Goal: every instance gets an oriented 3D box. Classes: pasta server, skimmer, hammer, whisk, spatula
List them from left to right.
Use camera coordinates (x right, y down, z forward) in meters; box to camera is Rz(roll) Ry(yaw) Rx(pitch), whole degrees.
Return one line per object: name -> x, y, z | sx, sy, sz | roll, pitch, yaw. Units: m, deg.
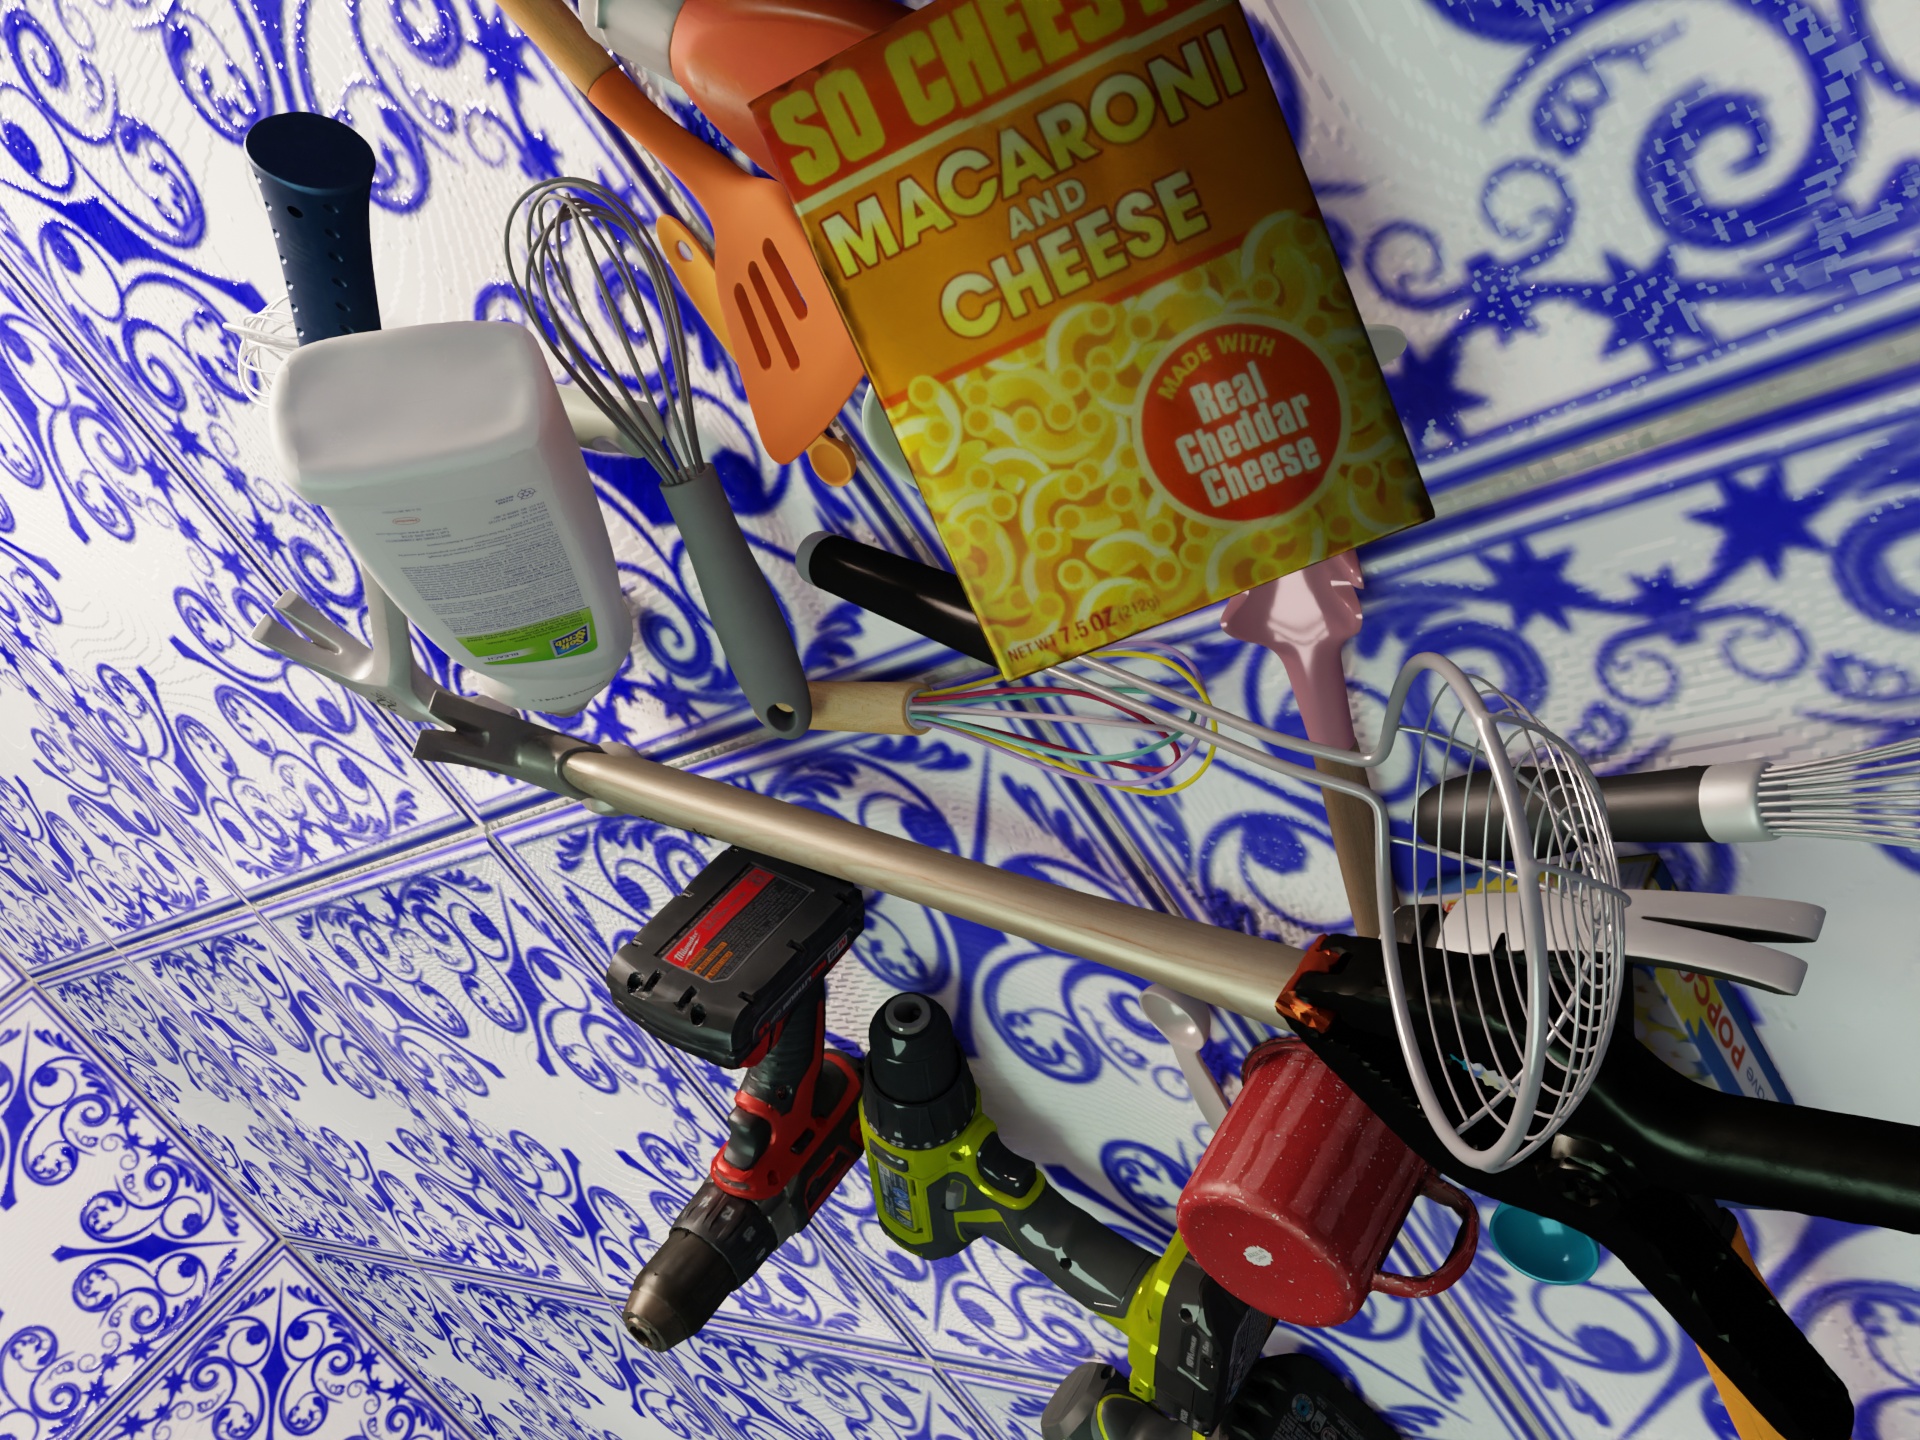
hammer -> -0.269, -0.104, 0.707 | 0.144, 0.035, 0.405 | 26, 150, 0
whisk -> -0.228, -0.147, 0.689 | 0.246, 0.059, 0.057 | 16, 173, 25
spatula -> -0.142, -0.228, 0.529 | 0.322, 0.041, 0.081 | 47, 143, -5
whisk -> -0.108, -0.092, 0.615 | 0.055, 0.055, 0.238 | 4, 126, 40
hammer -> -0.045, 0.058, 0.682 | 0.411, 0.038, 0.146 | 14, 174, 27
whisk -> -0.001, 0.000, 0.629 | 0.245, 0.051, 0.047 | 3, 134, 44
skimmer -> 0.039, 0.004, 0.490 | 0.364, 0.090, 0.127 | 26, 131, 43
pasta server -> 0.132, 0.034, 0.546 | 0.060, 0.040, 0.316 | -2, 127, 30
hammer -> 0.260, 0.190, 0.523 | 0.127, 0.034, 0.336 | -9, 120, 46
whisk -> 0.241, 0.021, 0.423 | 0.285, 0.070, 0.070 | -9, 121, 52

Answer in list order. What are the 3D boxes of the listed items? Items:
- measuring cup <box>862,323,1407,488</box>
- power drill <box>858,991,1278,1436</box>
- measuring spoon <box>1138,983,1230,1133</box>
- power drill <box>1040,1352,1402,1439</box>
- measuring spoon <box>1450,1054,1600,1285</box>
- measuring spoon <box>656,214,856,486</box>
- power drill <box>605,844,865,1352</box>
measuring cup -> 0.050, -0.109, 0.482 | 0.167, 0.038, 0.083 | -7, 147, 25
power drill -> 0.045, 0.239, 0.797 | 0.229, 0.080, 0.190 | 24, 140, 27
measuring spoon -> 0.111, 0.156, 0.709 | 0.034, 0.018, 0.124 | 18, 145, 45
power drill -> 0.158, 0.429, 0.887 | 0.171, 0.080, 0.223 | 43, 147, 0
measuring spoon -> 0.216, 0.164, 0.621 | 0.042, 0.021, 0.128 | -12, 109, 40
measuring spoon -> -0.074, -0.137, 0.587 | 0.021, 0.011, 0.117 | -23, 106, 50
power drill -> -0.114, 0.195, 0.809 | 0.080, 0.188, 0.226 | 20, 134, 26
